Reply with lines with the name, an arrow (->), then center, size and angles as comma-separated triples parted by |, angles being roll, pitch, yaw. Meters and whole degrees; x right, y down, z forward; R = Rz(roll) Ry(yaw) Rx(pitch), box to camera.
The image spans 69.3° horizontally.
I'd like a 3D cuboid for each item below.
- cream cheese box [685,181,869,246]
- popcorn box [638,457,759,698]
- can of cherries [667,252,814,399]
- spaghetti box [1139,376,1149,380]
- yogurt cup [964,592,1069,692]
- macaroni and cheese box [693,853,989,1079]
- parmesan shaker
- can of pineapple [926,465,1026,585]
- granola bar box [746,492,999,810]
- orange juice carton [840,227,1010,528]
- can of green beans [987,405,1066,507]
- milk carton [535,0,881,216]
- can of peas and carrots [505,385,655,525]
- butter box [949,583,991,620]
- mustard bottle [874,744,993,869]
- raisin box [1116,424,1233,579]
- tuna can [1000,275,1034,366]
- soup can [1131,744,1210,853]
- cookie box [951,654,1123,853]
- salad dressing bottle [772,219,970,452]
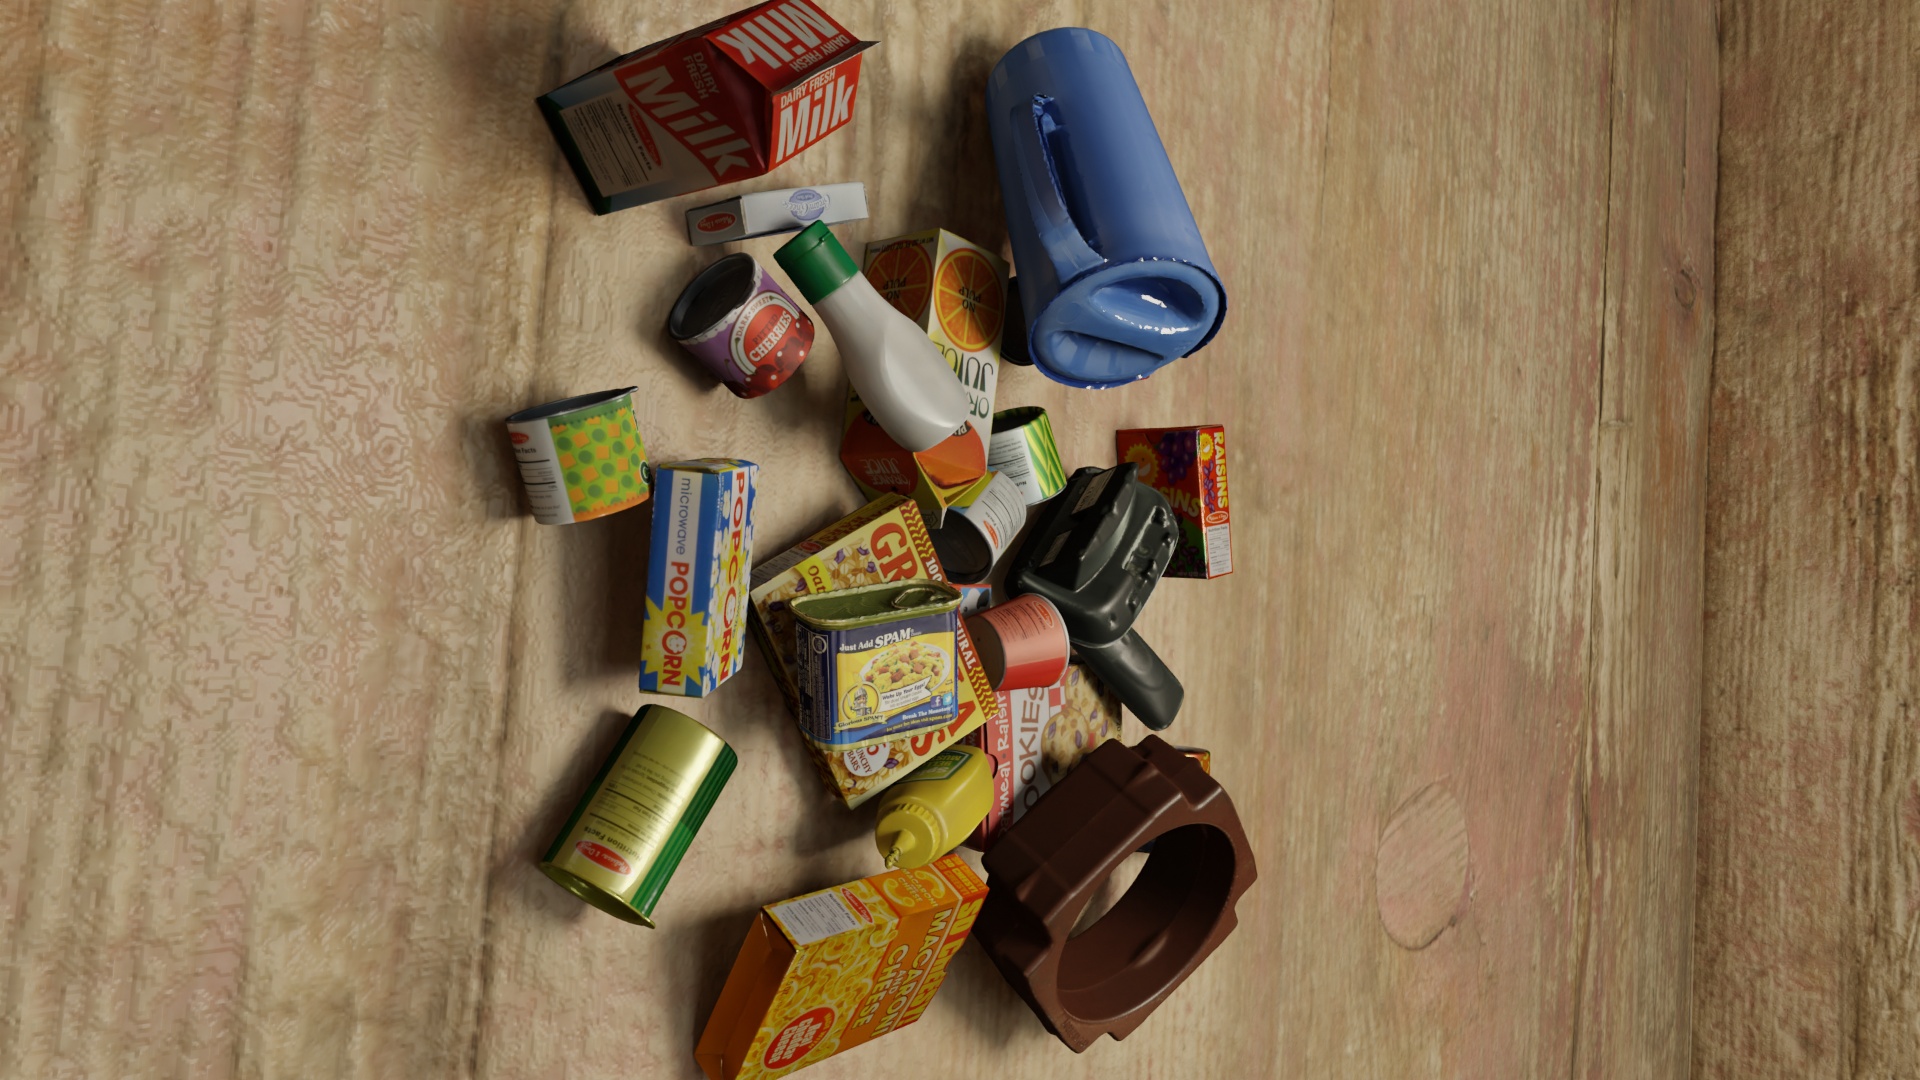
cream cheese box -> -0.111, -0.200, 0.850 | 0.104, 0.053, 0.024 | -22, 107, -46
popcorn box -> -0.146, 0.018, 0.782 | 0.085, 0.038, 0.126 | -49, 145, -83
can of cherries -> -0.127, -0.125, 0.819 | 0.058, 0.071, 0.072 | 46, 58, -38
spaghetti box -> 0.117, -0.249, 1.118 | 0.050, 0.028, 0.249 | -13, 99, -46
yogurt cup -> 0.035, 0.074, 0.966 | 0.054, 0.072, 0.072 | -10, 98, -36
macaroni and cheese box -> -0.070, 0.268, 0.865 | 0.167, 0.040, 0.123 | -2, 124, -47
parmesan shaker -> -0.174, 0.152, 0.770 | 0.071, 0.071, 0.103 | 51, 55, -35
can of pineapple -> 0.003, -0.012, 0.965 | 0.058, 0.071, 0.070 | -52, 126, -43
granola bar box -> -0.058, 0.070, 0.893 | 0.124, 0.039, 0.165 | -31, 114, -22
orange juice carton -> -0.026, -0.102, 0.930 | 0.073, 0.072, 0.193 | 15, 79, -46
can of green beans -> 0.038, -0.060, 1.004 | 0.071, 0.071, 0.057 | -34, 114, -42
milk carton -> -0.129, -0.230, 0.728 | 0.073, 0.190, 0.073 | -45, 122, -37
can of peas and carrots -> -0.200, -0.046, 0.743 | 0.071, 0.071, 0.058 | -26, 110, -44
butter box -> -0.020, 0.056, 0.971 | 0.103, 0.024, 0.053 | 4, 89, -47
mustard bottle -> -0.022, 0.176, 0.901 | 0.160, 0.065, 0.048 | -34, 113, -74
raisin box -> 0.175, -0.032, 1.139 | 0.040, 0.086, 0.123 | -9, 97, -42
tuna can -> 0.053, -0.164, 1.024 | 0.033, 0.071, 0.071 | -12, 99, -48
soup can -> 0.171, 0.214, 1.152 | 0.071, 0.071, 0.084 | 5, 86, -48
cookie box -> 0.060, 0.155, 1.048 | 0.168, 0.040, 0.123 | -4, 93, -47
salad dressing bottle -> -0.054, -0.123, 0.835 | 0.147, 0.044, 0.064 | 53, 43, -16
